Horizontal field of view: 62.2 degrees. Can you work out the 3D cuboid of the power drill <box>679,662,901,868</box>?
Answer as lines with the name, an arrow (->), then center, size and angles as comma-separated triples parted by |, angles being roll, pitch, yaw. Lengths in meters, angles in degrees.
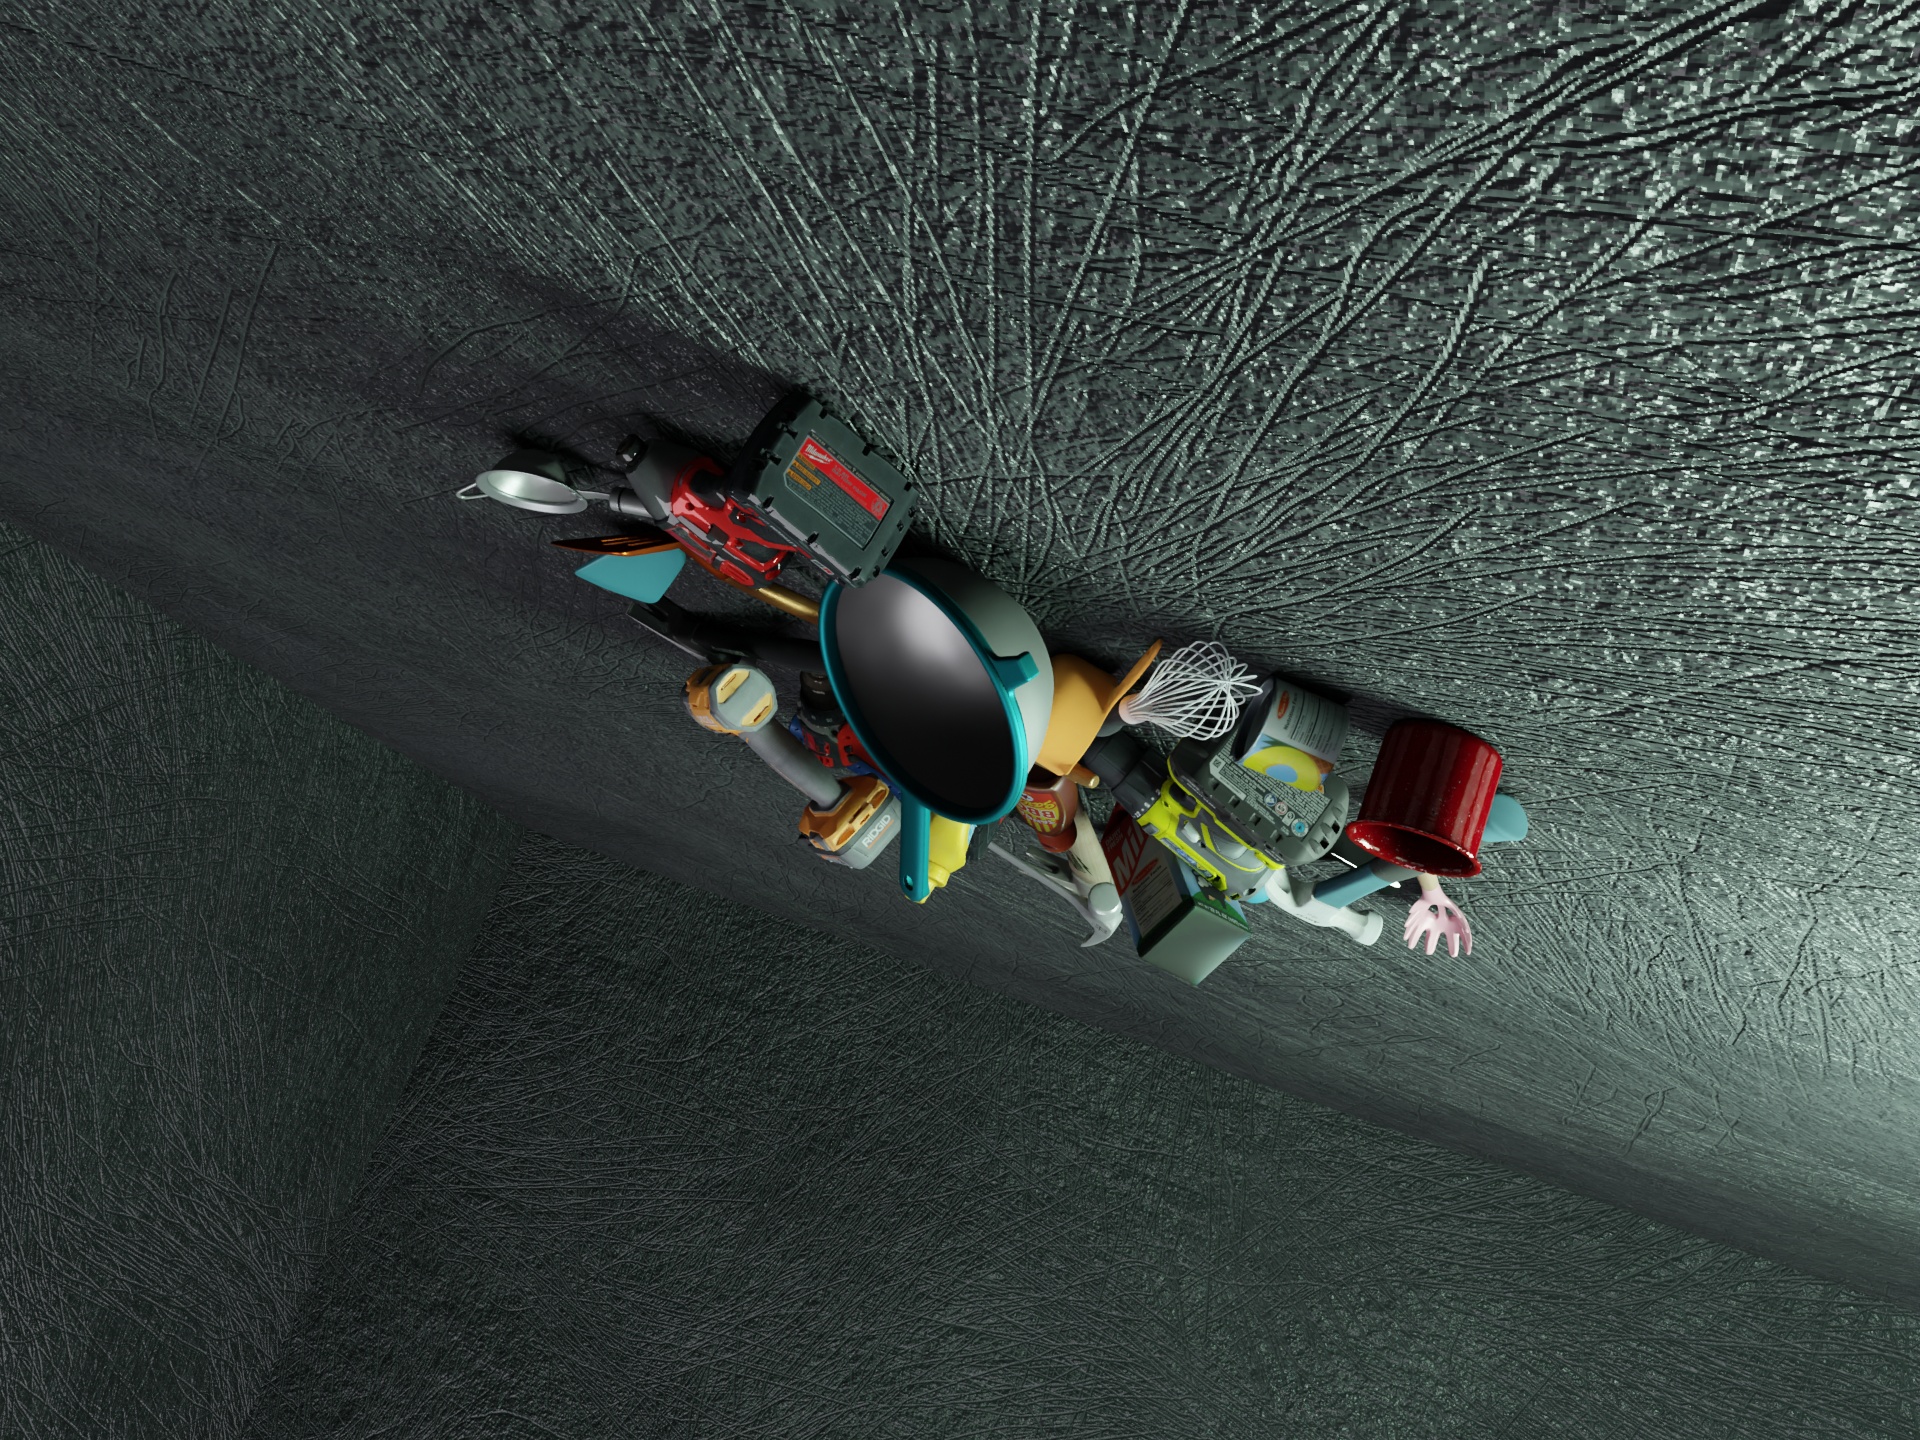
power drill -> -0.171, 0.034, 1.501 | 0.226, 0.084, 0.185 | 46, 164, -17

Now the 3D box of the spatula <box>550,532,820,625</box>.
spatula -> -0.169, -0.099, 1.234 | 0.081, 0.041, 0.322 | 12, 173, 38

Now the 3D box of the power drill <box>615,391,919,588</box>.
power drill -> -0.138, -0.148, 1.057 | 0.143, 0.078, 0.220 | 38, 163, -29

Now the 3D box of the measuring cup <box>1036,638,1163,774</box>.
measuring cup -> 0.091, -0.027, 1.181 | 0.052, 0.095, 0.173 | 29, 146, -7

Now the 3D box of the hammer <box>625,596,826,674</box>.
hammer -> -0.177, -0.066, 1.408 | 0.146, 0.035, 0.335 | 33, 168, -33

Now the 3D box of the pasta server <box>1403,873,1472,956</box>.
pasta server -> 0.398, 0.138, 1.363 | 0.060, 0.040, 0.316 | 3, 157, 24

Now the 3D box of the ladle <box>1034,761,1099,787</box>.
ladle -> -0.002, -0.004, 1.336 | 0.316, 0.031, 0.069 | 26, -172, 41

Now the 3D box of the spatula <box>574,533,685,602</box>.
spatula -> -0.192, -0.129, 1.260 | 0.082, 0.044, 0.318 | 22, 167, -40

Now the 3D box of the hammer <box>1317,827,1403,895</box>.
hammer -> 0.250, 0.123, 1.520 | 0.149, 0.037, 0.359 | 29, 163, -22

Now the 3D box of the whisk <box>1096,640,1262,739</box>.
whisk -> 0.141, -0.012, 1.184 | 0.070, 0.070, 0.284 | 25, 169, -11

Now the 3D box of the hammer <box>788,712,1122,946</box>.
hammer -> -0.008, 0.106, 1.647 | 0.406, 0.035, 0.144 | 32, 161, 17

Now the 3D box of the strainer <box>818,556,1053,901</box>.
strainer -> -0.005, 0.008, 1.196 | 0.211, 0.095, 0.340 | 37, 145, 28

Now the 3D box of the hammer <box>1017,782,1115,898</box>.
hammer -> 0.096, 0.085, 1.530 | 0.146, 0.038, 0.410 | 20, 158, 21

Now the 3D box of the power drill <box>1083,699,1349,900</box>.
power drill -> 0.196, 0.058, 1.271 | 0.190, 0.080, 0.228 | 39, 165, 0

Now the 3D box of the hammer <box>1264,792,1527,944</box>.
hammer -> 0.351, 0.118, 1.281 | 0.128, 0.033, 0.331 | 22, 157, -7

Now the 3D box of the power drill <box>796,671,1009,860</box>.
power drill -> -0.059, 0.027, 1.518 | 0.227, 0.080, 0.187 | 30, 159, 13

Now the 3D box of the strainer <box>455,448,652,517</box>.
strainer -> -0.268, -0.173, 1.226 | 0.258, 0.050, 0.086 | 12, 169, 14

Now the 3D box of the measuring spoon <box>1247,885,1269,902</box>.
measuring spoon -> 0.235, 0.146, 1.506 | 0.128, 0.021, 0.042 | 21, 164, 0
